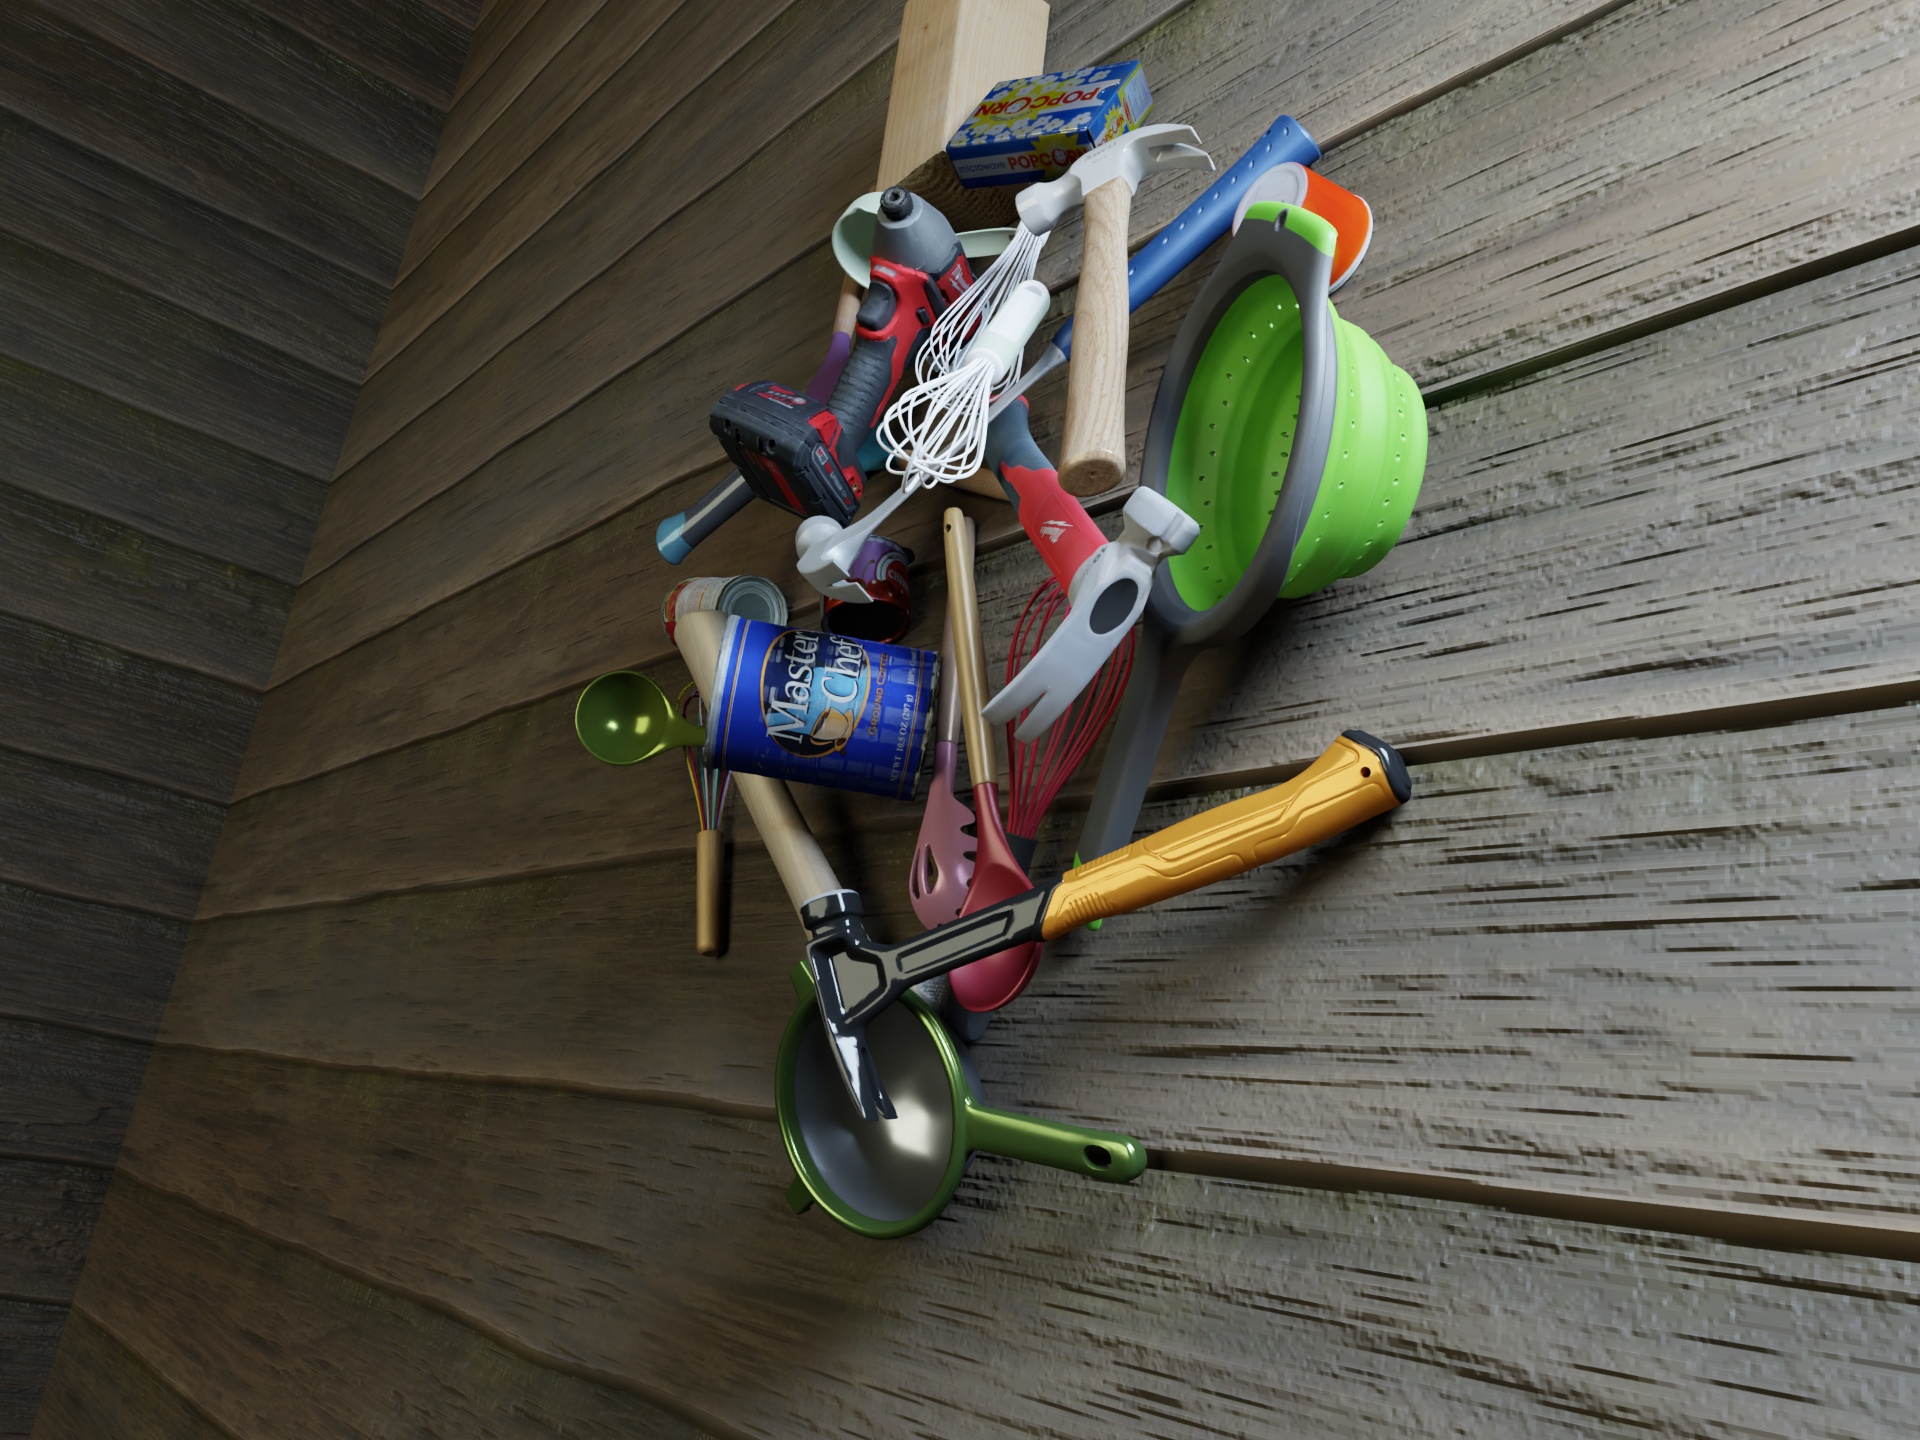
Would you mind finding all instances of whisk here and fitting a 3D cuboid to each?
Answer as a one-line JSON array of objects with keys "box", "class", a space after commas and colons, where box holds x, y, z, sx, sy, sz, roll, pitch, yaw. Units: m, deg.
[{"box": [-0.205, 0.073, 1.277, 0.051, 0.047, 0.245, -32, 51, 39], "class": "whisk"}, {"box": [0.042, -0.319, 1.113, 0.070, 0.070, 0.285, -16, 43, 49], "class": "whisk"}, {"box": [0.041, 0.050, 0.943, 0.073, 0.073, 0.296, 16, 90, 56], "class": "whisk"}, {"box": [0.011, -0.200, 0.913, 0.246, 0.058, 0.059, -63, -3, -49], "class": "whisk"}]

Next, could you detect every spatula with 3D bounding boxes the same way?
[{"box": [-0.092, -0.320, 1.264, 0.060, 0.018, 0.316, -15, 49, 32], "class": "spatula"}, {"box": [-0.037, -0.197, 1.195, 0.082, 0.044, 0.318, -55, 35, -6], "class": "spatula"}]

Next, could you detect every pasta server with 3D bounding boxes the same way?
[{"box": [-0.002, -0.003, 1.058, 0.060, 0.040, 0.316, -29, 46, 43], "class": "pasta server"}]

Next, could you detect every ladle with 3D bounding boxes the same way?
[{"box": [0.010, 0.015, 0.924, 0.069, 0.031, 0.316, -24, 61, 36], "class": "ladle"}, {"box": [-0.180, 0.014, 1.212, 0.320, 0.062, 0.078, 9, 80, 41], "class": "ladle"}]

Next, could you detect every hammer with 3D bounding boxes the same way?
[{"box": [0.055, -0.218, 0.980, 0.405, 0.035, 0.144, -41, 21, 7], "class": "hammer"}, {"box": [0.083, -0.242, 0.904, 0.130, 0.031, 0.332, -23, 39, 28], "class": "hammer"}, {"box": [0.070, 0.095, 0.811, 0.337, 0.034, 0.127, -25, 68, 22], "class": "hammer"}, {"box": [-0.112, -0.235, 1.253, 0.331, 0.033, 0.128, -37, 40, 15], "class": "hammer"}, {"box": [0.039, -0.121, 0.958, 0.143, 0.038, 0.387, -53, 20, 15], "class": "hammer"}, {"box": [-0.130, 0.078, 1.108, 0.146, 0.038, 0.411, -50, 49, 25], "class": "hammer"}]

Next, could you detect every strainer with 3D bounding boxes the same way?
[{"box": [0.006, 0.219, 0.893, 0.256, 0.069, 0.151, 1, 90, 39], "class": "strainer"}]

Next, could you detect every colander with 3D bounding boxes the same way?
[{"box": [0.150, -0.060, 0.837, 0.205, 0.094, 0.397, -113, 35, -63], "class": "colander"}]

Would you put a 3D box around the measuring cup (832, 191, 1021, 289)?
[{"box": [-0.018, -0.368, 1.205, 0.168, 0.083, 0.038, 4, 51, 28], "class": "measuring cup"}]

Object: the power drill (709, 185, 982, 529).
[{"box": [-0.069, -0.252, 1.091, 0.079, 0.143, 0.220, 27, 76, 24], "class": "power drill"}]
